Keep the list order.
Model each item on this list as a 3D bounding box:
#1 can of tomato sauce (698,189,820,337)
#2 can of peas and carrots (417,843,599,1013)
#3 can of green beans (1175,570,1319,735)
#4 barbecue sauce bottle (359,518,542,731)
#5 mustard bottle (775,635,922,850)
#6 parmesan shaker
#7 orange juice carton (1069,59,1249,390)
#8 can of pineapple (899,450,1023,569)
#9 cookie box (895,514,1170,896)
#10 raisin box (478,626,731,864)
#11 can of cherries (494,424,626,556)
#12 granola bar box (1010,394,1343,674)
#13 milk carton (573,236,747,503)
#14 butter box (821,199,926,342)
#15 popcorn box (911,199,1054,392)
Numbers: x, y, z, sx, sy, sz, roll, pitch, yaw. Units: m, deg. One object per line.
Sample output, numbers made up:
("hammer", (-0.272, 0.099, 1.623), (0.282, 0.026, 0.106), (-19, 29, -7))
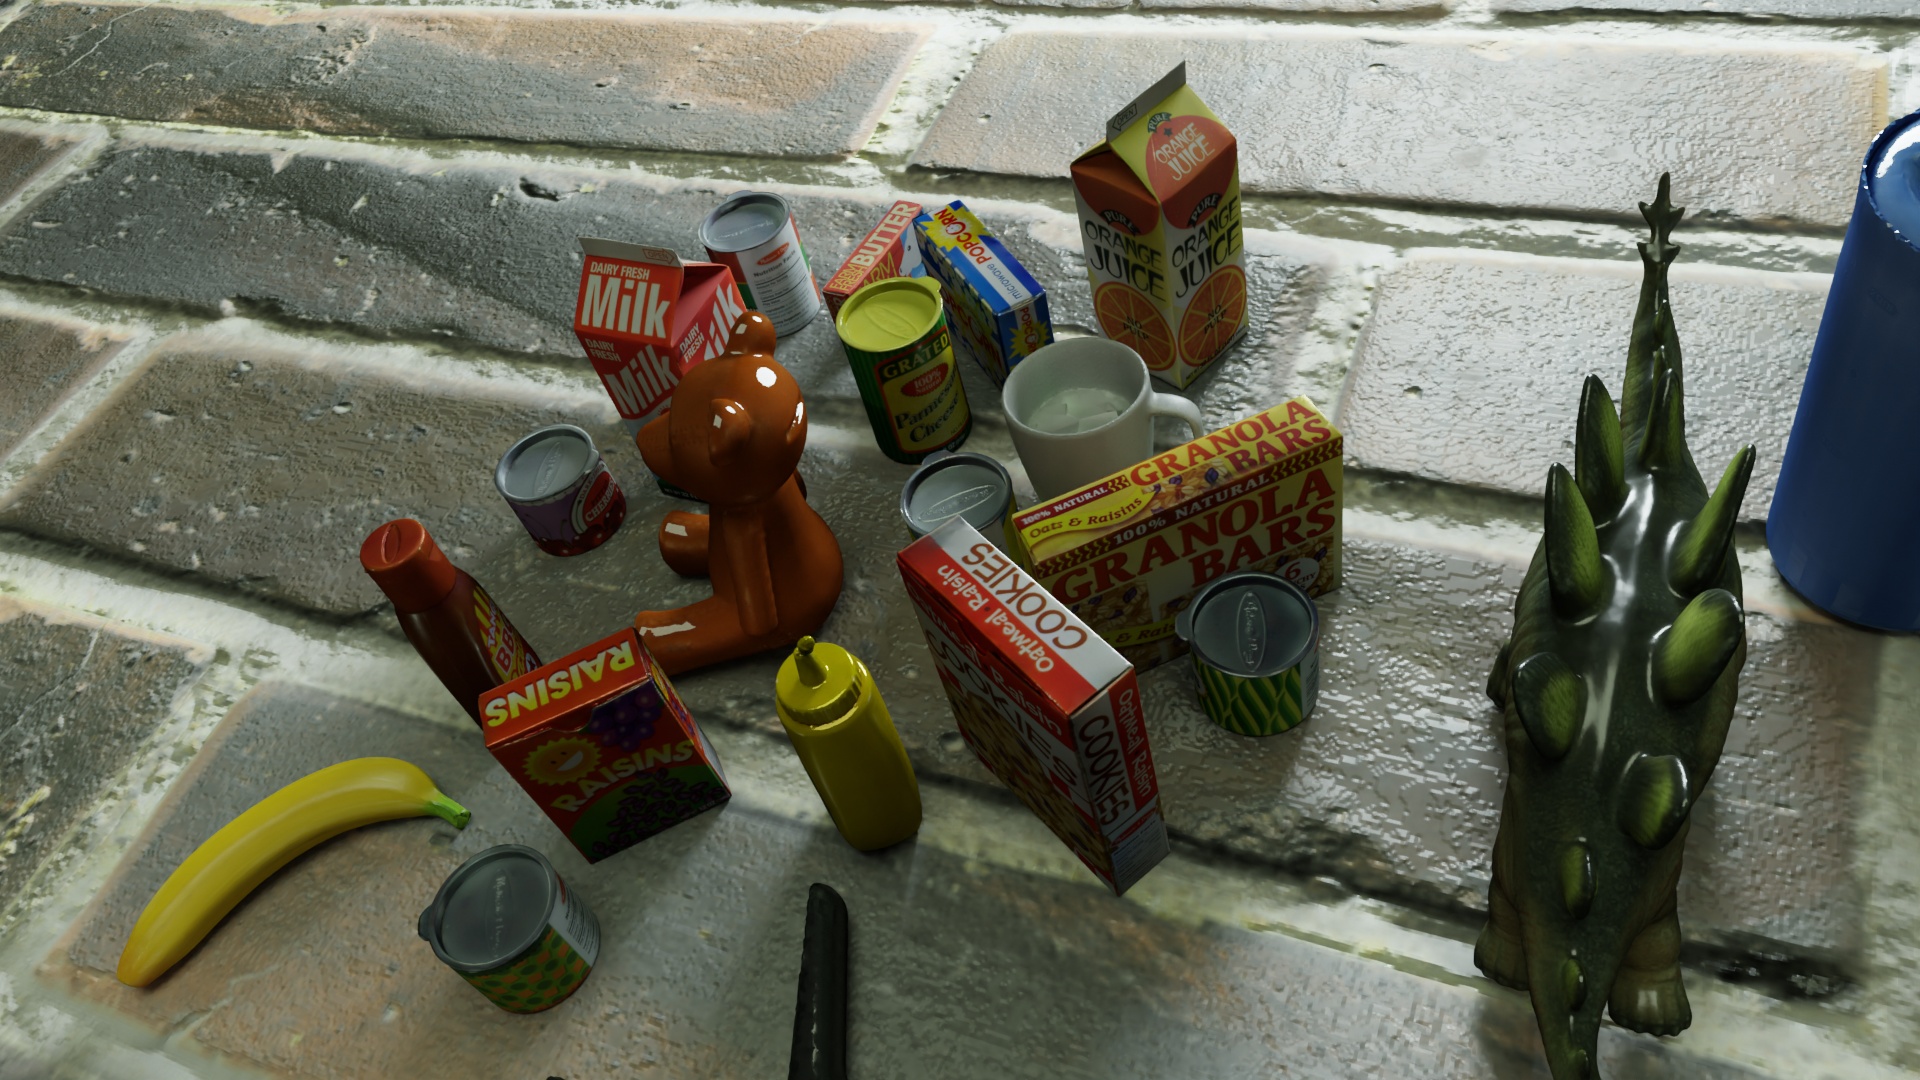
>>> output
("can of tomato sauce", (-0.143, -0.198, 0.997), (0.071, 0.082, 0.071), (-7, 49, 9))
("can of peas and carrots", (-0.226, 0.197, 0.700), (0.071, 0.058, 0.071), (-7, 49, 9))
("can of green beans", (0.152, 0.059, 0.719), (0.071, 0.057, 0.071), (-7, 49, 9))
("barbecue sauce bottle", (-0.284, 0.048, 0.782), (0.044, 0.147, 0.065), (-17, 48, 1))
("mustard bottle", (-0.058, 0.092, 0.678), (0.049, 0.159, 0.065), (-22, 49, -4))
("parmesan shaker", (-0.031, -0.107, 0.877), (0.071, 0.102, 0.072), (-7, 49, 9))
("orange juice carton", (0.123, -0.193, 0.850), (0.072, 0.191, 0.073), (-42, 53, -20))
("can of pineapple", (0.003, -0.010, 0.817), (0.071, 0.057, 0.071), (-7, 49, 9))
("cookie box", (0.036, 0.081, 0.657), (0.040, 0.166, 0.123), (-37, 51, -16))
("raisin box", (-0.182, 0.109, 0.720), (0.086, 0.122, 0.040), (-24, 49, -6))
("can of cherries", (-0.257, -0.032, 0.903), (0.071, 0.058, 0.072), (-7, 49, 9))
("granola bar box", (0.117, 0.006, 0.729), (0.166, 0.123, 0.039), (-23, 49, -5))
("milk carton", (-0.172, -0.110, 0.859), (0.072, 0.189, 0.074), (11, 55, 23))
("butter box", (-0.056, -0.189, 0.987), (0.024, 0.053, 0.104), (18, 57, 27))
("popcorn box", (0.018, -0.157, 0.919), (0.038, 0.084, 0.127), (-28, 49, -9))
